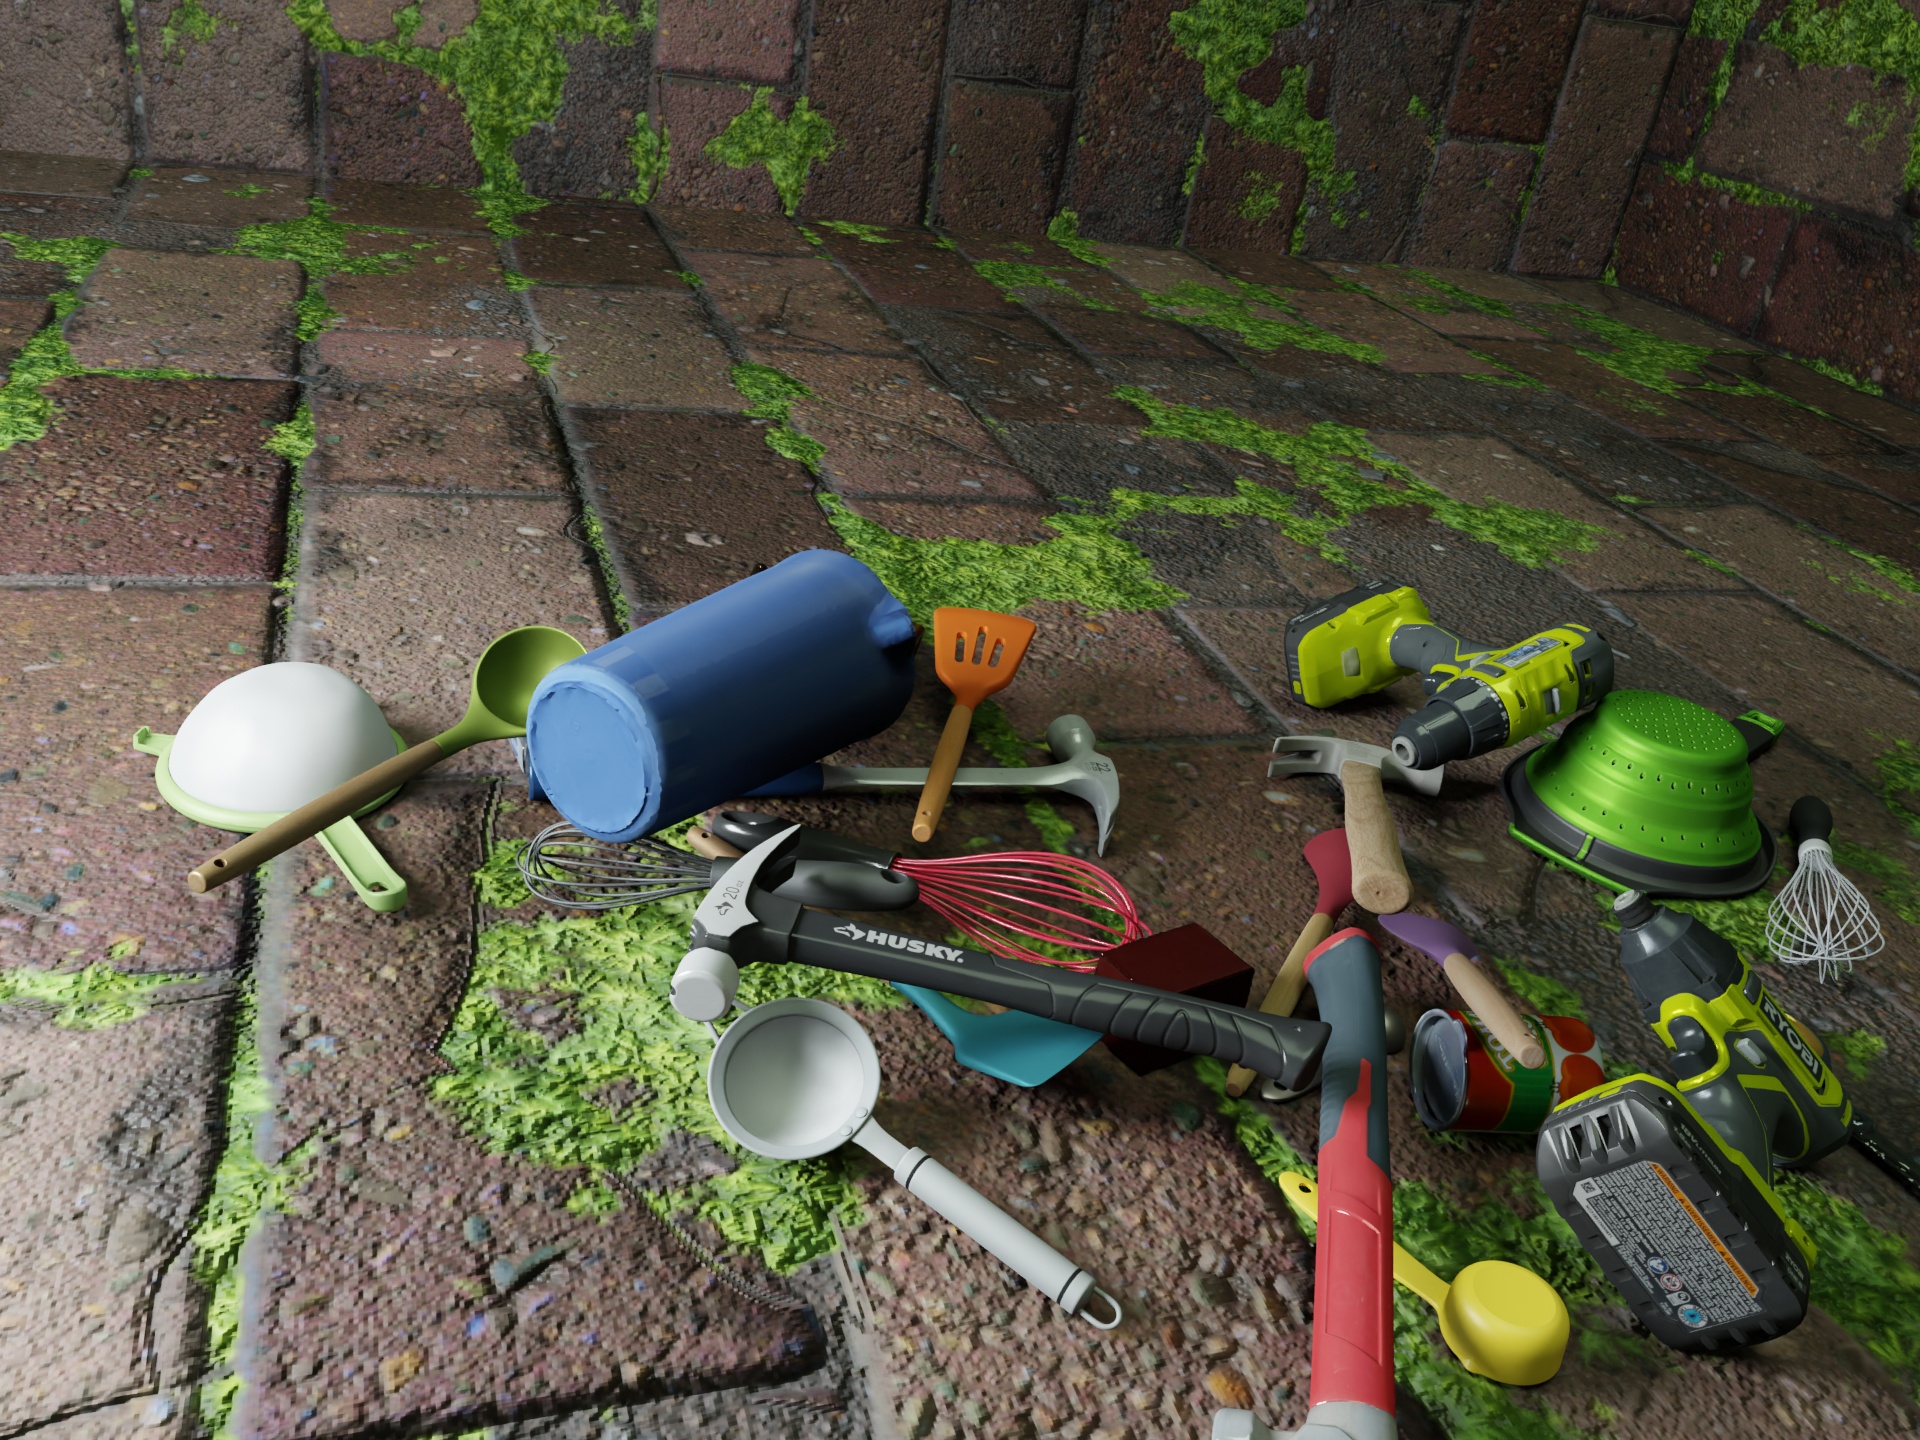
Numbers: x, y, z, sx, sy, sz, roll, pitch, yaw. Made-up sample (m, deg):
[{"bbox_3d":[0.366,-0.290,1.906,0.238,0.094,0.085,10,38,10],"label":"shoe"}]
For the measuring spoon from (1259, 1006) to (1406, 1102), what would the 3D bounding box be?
[{"bbox_3d":[0.215,0.190,0.915,0.124,0.018,0.034,-17,38,-39],"label":"measuring spoon"}]

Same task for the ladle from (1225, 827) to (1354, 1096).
[{"bbox_3d":[0.220,0.141,1.002,0.069,0.031,0.315,18,31,21],"label":"ladle"}]

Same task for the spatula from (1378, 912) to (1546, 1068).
[{"bbox_3d":[0.288,0.146,0.913,0.060,0.018,0.316,12,6,5],"label":"spatula"}]

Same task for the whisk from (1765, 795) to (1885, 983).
[{"bbox_3d":[0.623,0.111,1.154,0.070,0.070,0.284,20,26,19],"label":"whisk"}]

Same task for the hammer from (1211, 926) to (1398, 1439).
[{"bbox_3d":[0.211,0.225,0.789,0.143,0.038,0.386,1,27,14],"label":"hammer"}]

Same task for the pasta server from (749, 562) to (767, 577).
[{"bbox_3d":[-0.172,-0.060,1.254,0.060,0.040,0.316,7,24,-5],"label":"pasta server"}]

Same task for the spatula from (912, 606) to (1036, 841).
[{"bbox_3d":[-0.002,-0.004,1.102,0.081,0.041,0.323,9,24,4],"label":"spatula"}]

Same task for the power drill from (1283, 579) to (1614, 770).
[{"bbox_3d":[0.359,-0.034,1.243,0.190,0.080,0.229,-24,25,-21],"label":"power drill"}]

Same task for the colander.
[{"bbox_3d":[0.582,0.019,1.261,0.205,0.094,0.397,31,35,35],"label":"colander"}]

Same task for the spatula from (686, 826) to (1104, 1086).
[{"bbox_3d":[-0.053,0.126,0.925,0.318,0.044,0.082,28,40,33],"label":"spatula"}]

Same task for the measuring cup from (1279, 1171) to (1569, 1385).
[{"bbox_3d":[0.223,0.260,0.777,0.062,0.029,0.157,-19,39,-42],"label":"measuring cup"}]

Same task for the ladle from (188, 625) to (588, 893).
[{"bbox_3d":[-0.329,0.019,0.949,0.078,0.062,0.320,35,30,7],"label":"ladle"}]

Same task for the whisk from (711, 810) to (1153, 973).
[{"bbox_3d":[-0.023,0.097,0.978,0.296,0.073,0.073,13,28,20],"label":"whisk"}]

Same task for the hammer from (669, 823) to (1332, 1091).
[{"bbox_3d":[0.029,0.135,0.833,0.335,0.035,0.146,12,28,2],"label":"hammer"}]

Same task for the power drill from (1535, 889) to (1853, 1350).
[{"bbox_3d":[0.383,0.198,0.830,0.171,0.080,0.223,52,39,2],"label":"power drill"}]

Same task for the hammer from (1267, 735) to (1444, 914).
[{"bbox_3d":[0.275,0.064,1.084,0.130,0.031,0.331,12,15,9],"label":"hammer"}]

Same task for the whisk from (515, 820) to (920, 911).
[{"bbox_3d":[-0.142,0.091,0.929,0.239,0.055,0.055,4,28,5],"label":"whisk"}]

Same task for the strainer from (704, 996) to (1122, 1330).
[{"bbox_3d":[-0.030,0.215,0.774,0.259,0.050,0.087,31,57,24],"label":"strainer"}]

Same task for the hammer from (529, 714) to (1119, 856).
[{"bbox_3d":[-0.084,0.040,1.082,0.405,0.035,0.144,1,29,-15],"label":"hammer"}]

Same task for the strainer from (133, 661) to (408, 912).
[{"bbox_3d":[-0.397,0.027,0.974,0.151,0.069,0.257,-14,34,-37],"label":"strainer"}]
